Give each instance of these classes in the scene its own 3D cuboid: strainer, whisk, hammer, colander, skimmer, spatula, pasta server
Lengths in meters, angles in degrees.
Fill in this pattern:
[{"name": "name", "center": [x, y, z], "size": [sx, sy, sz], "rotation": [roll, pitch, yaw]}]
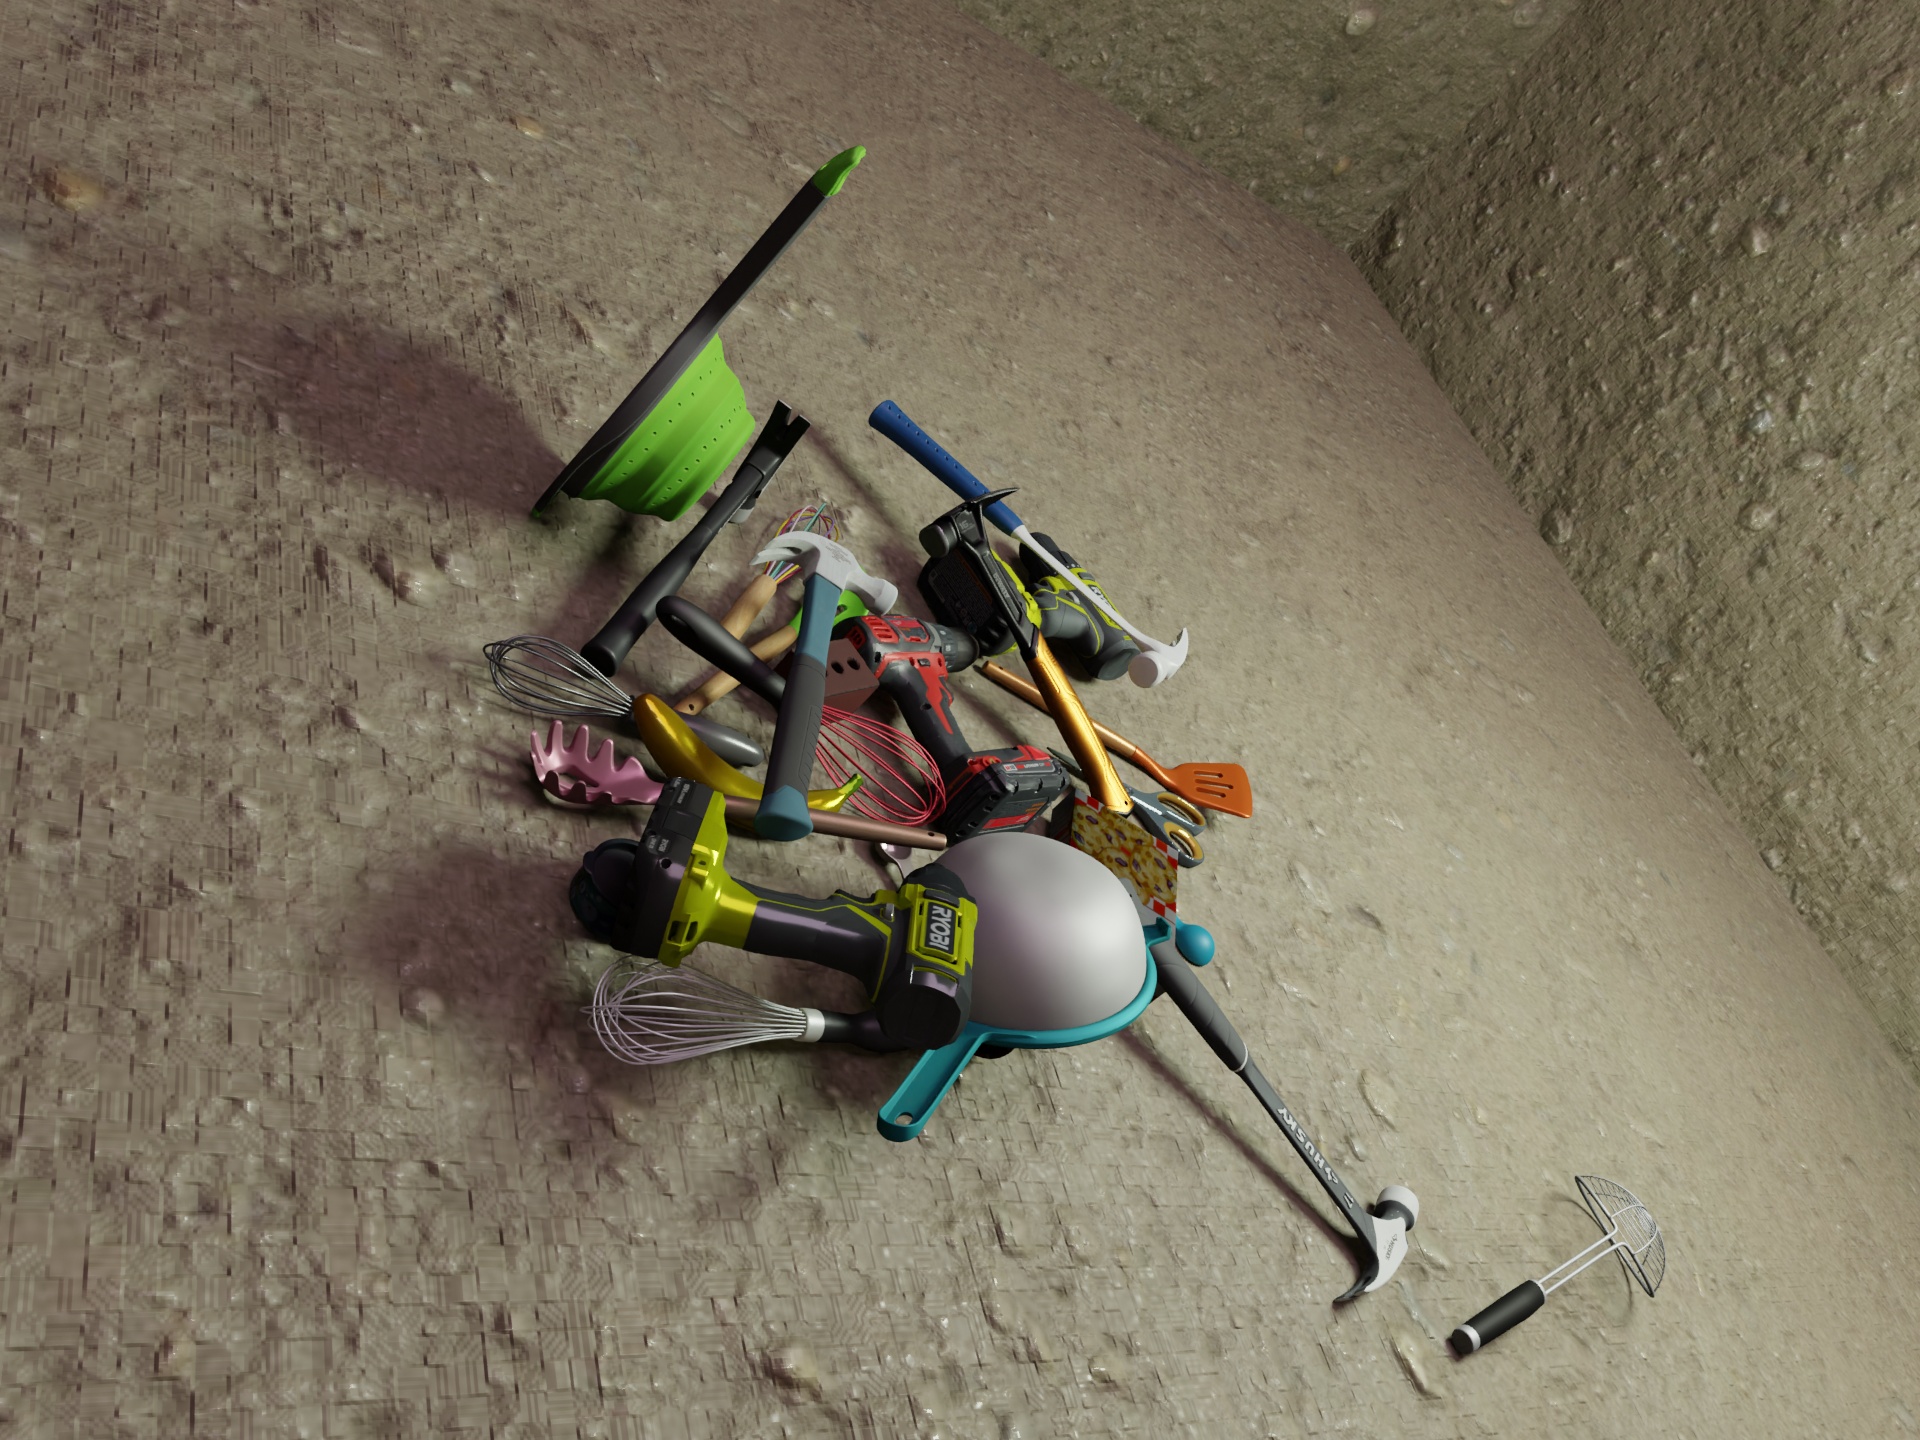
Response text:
[{"name": "strainer", "center": [0.022, 0.165, 1.119], "size": [0.211, 0.095, 0.340], "rotation": [14, 25, 17]}, {"name": "whisk", "center": [-0.123, -0.007, 1.264], "size": [0.295, 0.073, 0.073], "rotation": [39, 31, -24]}, {"name": "hammer", "center": [0.067, -0.183, 1.598], "size": [0.405, 0.035, 0.144], "rotation": [42, 24, 11]}, {"name": "hammer", "center": [-0.116, -0.032, 1.218], "size": [0.128, 0.033, 0.331], "rotation": [34, 35, -24]}, {"name": "colander", "center": [-0.178, -0.273, 1.234], "size": [0.094, 0.397, 0.205], "rotation": [41, 32, -16]}, {"name": "whisk", "center": [-0.245, -0.010, 1.184], "size": [0.238, 0.055, 0.055], "rotation": [24, 37, -35]}, {"name": "whisk", "center": [-0.127, 0.201, 1.063], "size": [0.284, 0.070, 0.070], "rotation": [16, 41, -44]}, {"name": "whisk", "center": [-0.162, -0.131, 1.418], "size": [0.047, 0.051, 0.245], "rotation": [43, 35, -12]}, {"name": "hammer", "center": [0.240, 0.299, 1.330], "size": [0.409, 0.036, 0.149], "rotation": [53, 34, -1]}, {"name": "hammer", "center": [0.080, -0.055, 1.501], "size": [0.127, 0.034, 0.337], "rotation": [-37, 102, -44]}, {"name": "skimmer", "center": [0.544, 0.518, 1.472], "size": [0.363, 0.090, 0.127], "rotation": [-9, 61, -40]}, {"name": "spatula", "center": [0.160, 0.014, 1.611], "size": [0.322, 0.041, 0.081], "rotation": [29, 36, -21]}, {"name": "pasta server", "center": [-0.155, 0.058, 1.151], "size": [0.316, 0.040, 0.060], "rotation": [12, 37, -20]}, {"name": "hammer", "center": [-0.219, -0.145, 1.308], "size": [0.035, 0.146, 0.335], "rotation": [36, 41, -8]}]

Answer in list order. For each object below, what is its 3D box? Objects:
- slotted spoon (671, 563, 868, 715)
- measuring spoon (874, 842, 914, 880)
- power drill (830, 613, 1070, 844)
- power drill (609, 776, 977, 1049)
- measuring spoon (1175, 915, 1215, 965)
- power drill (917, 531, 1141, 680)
[{"name": "slotted spoon", "center": [-0.160, -0.067, 1.359], "size": [0.070, 0.031, 0.314], "rotation": [62, 32, -12]}, {"name": "measuring spoon", "center": [-0.040, 0.141, 1.272], "size": [0.034, 0.018, 0.124], "rotation": [-2, 61, -47]}, {"name": "power drill", "center": [-0.002, -0.005, 1.422], "size": [0.187, 0.080, 0.227], "rotation": [-3, 51, -55]}, {"name": "power drill", "center": [-0.099, 0.119, 1.031], "size": [0.223, 0.080, 0.171], "rotation": [18, 24, -6]}, {"name": "measuring spoon", "center": [0.197, 0.171, 1.488], "size": [0.042, 0.021, 0.129], "rotation": [-12, 61, -53]}, {"name": "power drill", "center": [0.068, -0.132, 1.644], "size": [0.228, 0.080, 0.191], "rotation": [4, 45, -49]}]
